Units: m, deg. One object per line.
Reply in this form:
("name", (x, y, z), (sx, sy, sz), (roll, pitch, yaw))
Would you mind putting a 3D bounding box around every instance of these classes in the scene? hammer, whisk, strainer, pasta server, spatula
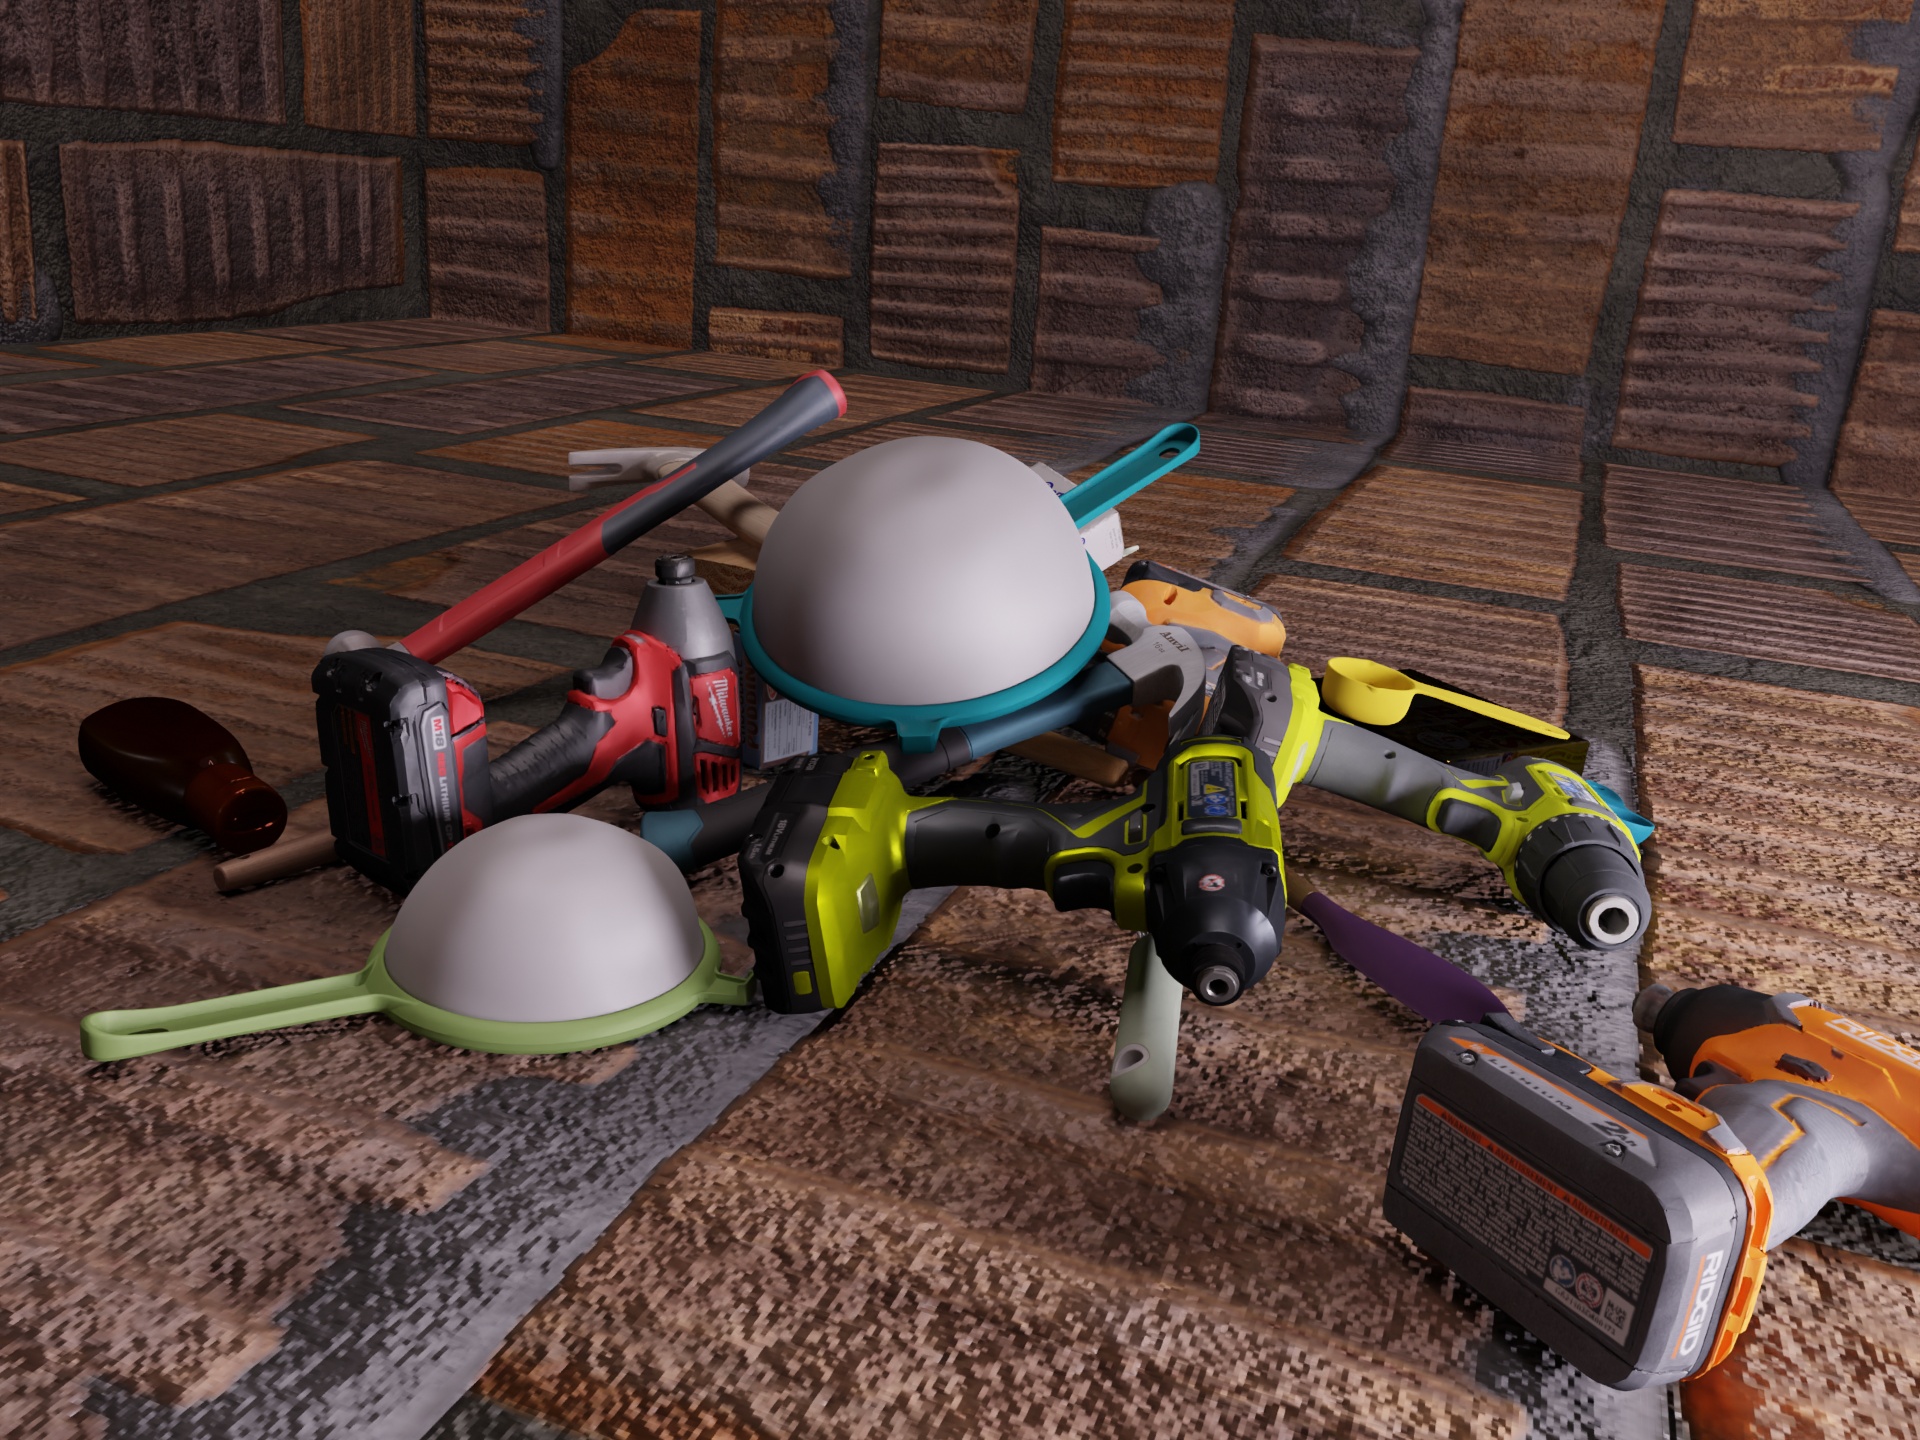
("hammer", (-0.166, -0.148, 1.137), (0.146, 0.038, 0.411), (-7, 21, -25))
("whisk", (-0.002, -0.004, 1.023), (0.245, 0.047, 0.051), (20, 22, 30))
("strainer", (0.023, -0.126, 0.910), (0.340, 0.095, 0.211), (-34, 48, -30))
("hammer", (-0.014, 0.015, 0.845), (0.331, 0.033, 0.128), (-20, 39, -20))
("pasta server", (-0.250, 0.032, 0.861), (0.060, 0.040, 0.316), (3, 15, 39))
("spatula", (0.171, 0.085, 0.830), (0.059, 0.018, 0.316), (2, 18, -25))
("whisk", (0.090, 0.104, 0.722), (0.058, 0.059, 0.246), (-29, 13, 20))
("hammer", (-0.225, -0.119, 1.041), (0.386, 0.038, 0.143), (-37, 35, -20))
("strainer", (-0.222, 0.084, 0.659), (0.256, 0.069, 0.152), (-7, 22, -35))

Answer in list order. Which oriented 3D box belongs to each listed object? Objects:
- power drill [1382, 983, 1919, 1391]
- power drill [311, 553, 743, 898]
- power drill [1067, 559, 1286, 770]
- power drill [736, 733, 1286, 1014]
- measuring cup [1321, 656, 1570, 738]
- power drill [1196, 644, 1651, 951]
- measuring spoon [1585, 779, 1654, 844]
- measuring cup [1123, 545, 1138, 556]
("power drill", (0.264, 0.148, 0.576), (0.226, 0.084, 0.164), (-2, 18, -31))
("power drill", (-0.205, -0.002, 0.810), (0.079, 0.143, 0.219), (15, 23, 40))
("power drill", (0.122, -0.034, 1.027), (0.185, 0.084, 0.226), (21, 24, 3))
("power drill", (0.026, 0.068, 0.685), (0.223, 0.080, 0.171), (-3, 24, 10))
("measuring cup", (0.305, -0.003, 1.007), (0.156, 0.029, 0.062), (17, 20, 4))
("power drill", (0.237, 0.043, 0.824), (0.228, 0.080, 0.190), (20, 15, 4))
("measuring spoon", (0.397, 0.057, 0.982), (0.042, 0.021, 0.128), (21, 12, 12))
("measuring cup", (0.096, -0.098, 1.231), (0.083, 0.038, 0.167), (-16, -2, -27))
